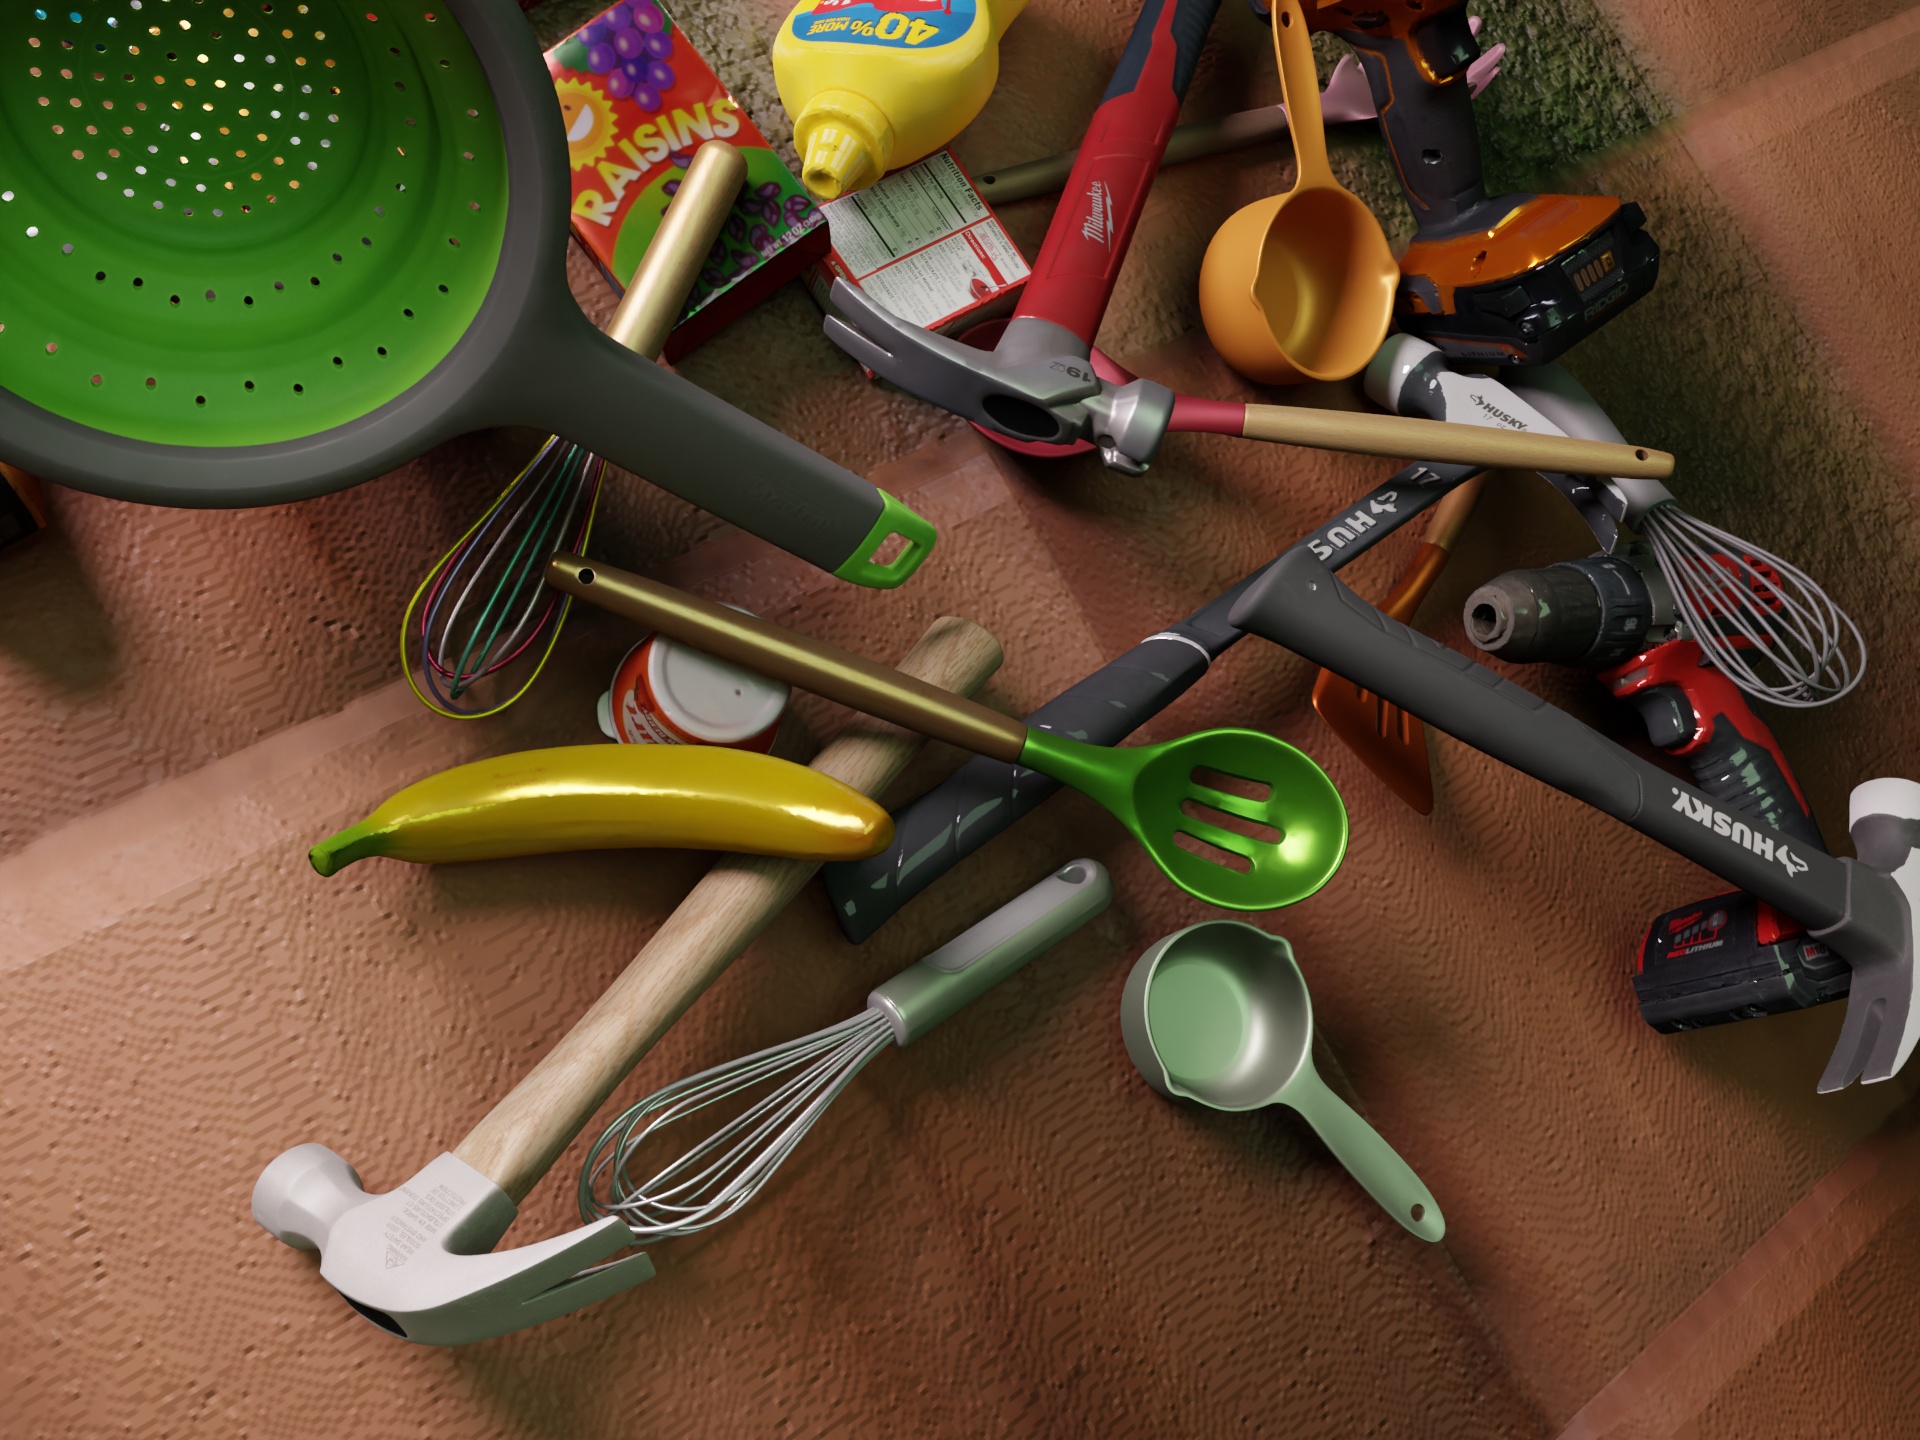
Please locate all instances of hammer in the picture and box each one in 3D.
[{"bbox_3d":[0.109,-0.034,0.674,0.409,0.036,0.149,-35,55,-20],"label":"hammer"},{"bbox_3d":[0.255,0.025,0.638,0.334,0.035,0.146,27,59,-10],"label":"hammer"},{"bbox_3d":[0.066,-0.281,0.722,0.143,0.038,0.387,22,59,-3],"label":"hammer"},{"bbox_3d":[-0.087,0.074,0.568,0.331,0.130,0.031,-49,138,-30],"label":"hammer"}]

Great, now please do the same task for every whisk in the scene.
[{"bbox_3d":[-0.142,-0.113,0.598,0.047,0.051,0.245,23,81,3],"label":"whisk"},{"bbox_3d":[-0.034,0.116,0.599,0.246,0.058,0.059,-30,121,-29],"label":"whisk"},{"bbox_3d":[0.315,-0.095,0.717,0.055,0.055,0.239,-10,52,-22],"label":"whisk"}]

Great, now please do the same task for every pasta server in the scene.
[{"bbox_3d":[0.137,-0.296,0.782,0.316,0.040,0.060,-21,67,-23],"label":"pasta server"}]

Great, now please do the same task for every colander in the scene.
[{"bbox_3d":[-0.167,-0.145,0.517,0.396,0.204,0.095,24,25,-40],"label":"colander"}]

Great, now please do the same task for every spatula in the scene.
[{"bbox_3d":[0.243,-0.099,0.762,0.081,0.041,0.323,41,64,-19],"label":"spatula"}]

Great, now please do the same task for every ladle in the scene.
[{"bbox_3d":[0.149,-0.130,0.693,0.315,0.031,0.069,7,70,4],"label":"ladle"}]

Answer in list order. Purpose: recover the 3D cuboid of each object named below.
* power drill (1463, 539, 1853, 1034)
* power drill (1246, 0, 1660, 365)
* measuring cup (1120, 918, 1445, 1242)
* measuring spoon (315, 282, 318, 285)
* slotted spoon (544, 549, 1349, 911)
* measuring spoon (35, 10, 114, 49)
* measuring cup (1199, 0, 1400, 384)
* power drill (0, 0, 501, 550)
[{"bbox_3d":[0.331,0.023,0.733,0.187,0.080,0.227,-5,73,-30],"label":"power drill"},{"bbox_3d":[0.222,-0.274,0.708,0.084,0.164,0.226,-35,110,-8],"label":"power drill"},{"bbox_3d":[0.133,0.154,0.653,0.167,0.038,0.083,46,65,-5],"label":"measuring cup"},{"bbox_3d":[-0.281,-0.179,0.605,0.124,0.018,0.034,13,71,-16],"label":"measuring spoon"},{"bbox_3d":[-0.001,-0.002,0.591,0.313,0.031,0.070,20,80,-11],"label":"slotted spoon"},{"bbox_3d":[-0.304,-0.291,0.634,0.128,0.021,0.042,-31,86,-34],"label":"measuring spoon"},{"bbox_3d":[0.146,-0.241,0.734,0.095,0.052,0.173,-16,101,-31],"label":"measuring cup"},{"bbox_3d":[-0.281,-0.137,0.551,0.226,0.084,0.185,-40,99,-23],"label":"power drill"}]
